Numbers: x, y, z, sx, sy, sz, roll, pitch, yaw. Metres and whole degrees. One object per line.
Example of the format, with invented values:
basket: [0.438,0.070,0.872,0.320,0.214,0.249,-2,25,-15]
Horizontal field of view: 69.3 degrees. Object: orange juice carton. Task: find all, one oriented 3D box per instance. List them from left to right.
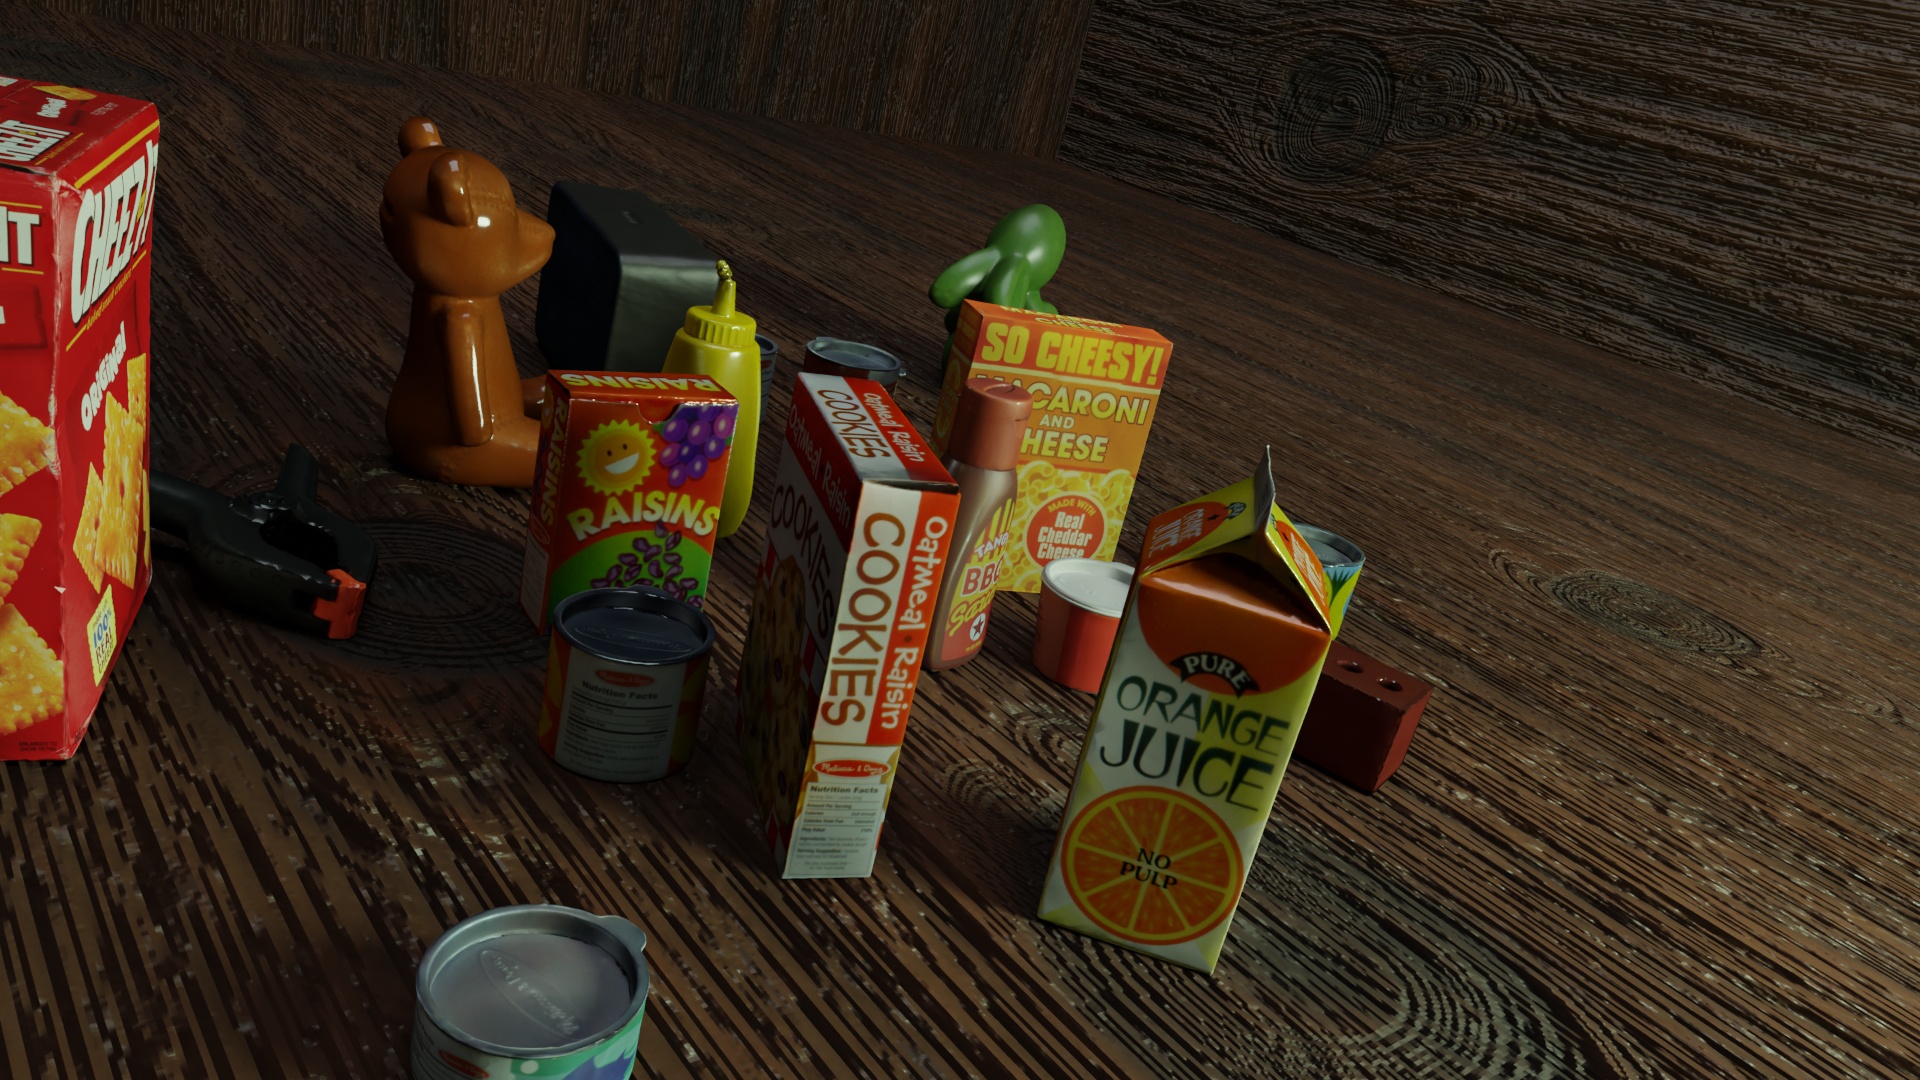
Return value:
orange juice carton: [0.091,0.060,0.535,0.073,0.191,0.072,16,21,6]

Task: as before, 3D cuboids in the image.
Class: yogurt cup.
yogurt cup: [0.071,0.047,0.750,0.072,0.053,0.072,12,21,-5]

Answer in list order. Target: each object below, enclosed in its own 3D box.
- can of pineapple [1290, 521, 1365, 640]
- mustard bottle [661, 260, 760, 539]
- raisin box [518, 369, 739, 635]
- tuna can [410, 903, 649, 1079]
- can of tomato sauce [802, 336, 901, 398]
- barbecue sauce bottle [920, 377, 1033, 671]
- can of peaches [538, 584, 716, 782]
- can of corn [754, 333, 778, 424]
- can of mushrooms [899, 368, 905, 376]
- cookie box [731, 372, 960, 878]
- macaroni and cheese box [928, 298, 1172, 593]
can of pineapple: [0.216,0.027,0.885,0.071,0.057,0.071,12,21,-5]
mustard bottle: [-0.143,-0.081,0.793,0.065,0.159,0.049,29,25,35]
raisin box: [-0.162,-0.019,0.675,0.086,0.123,0.040,-2,25,-35]
tuna can: [-0.127,0.142,0.416,0.071,0.032,0.071,12,21,-5]
can of tomato sauce: [-0.083,-0.091,0.965,0.071,0.082,0.071,12,21,-5]
barbecue sauce bottle: [0.003,-0.009,0.718,0.044,0.148,0.065,23,22,23]
can of peaches: [-0.140,0.059,0.583,0.071,0.057,0.071,12,21,-5]
can of corn: [-0.173,-0.122,1.020,0.071,0.058,0.071,12,21,-5]
can of mushrooms: [-0.082,-0.128,1.129,0.071,0.033,0.071,12,21,-5]
cookie box: [-0.051,0.030,0.559,0.040,0.166,0.123,6,22,-21]
macaroni and cheese box: [0.044,-0.052,0.827,0.124,0.165,0.040,5,22,-21]
